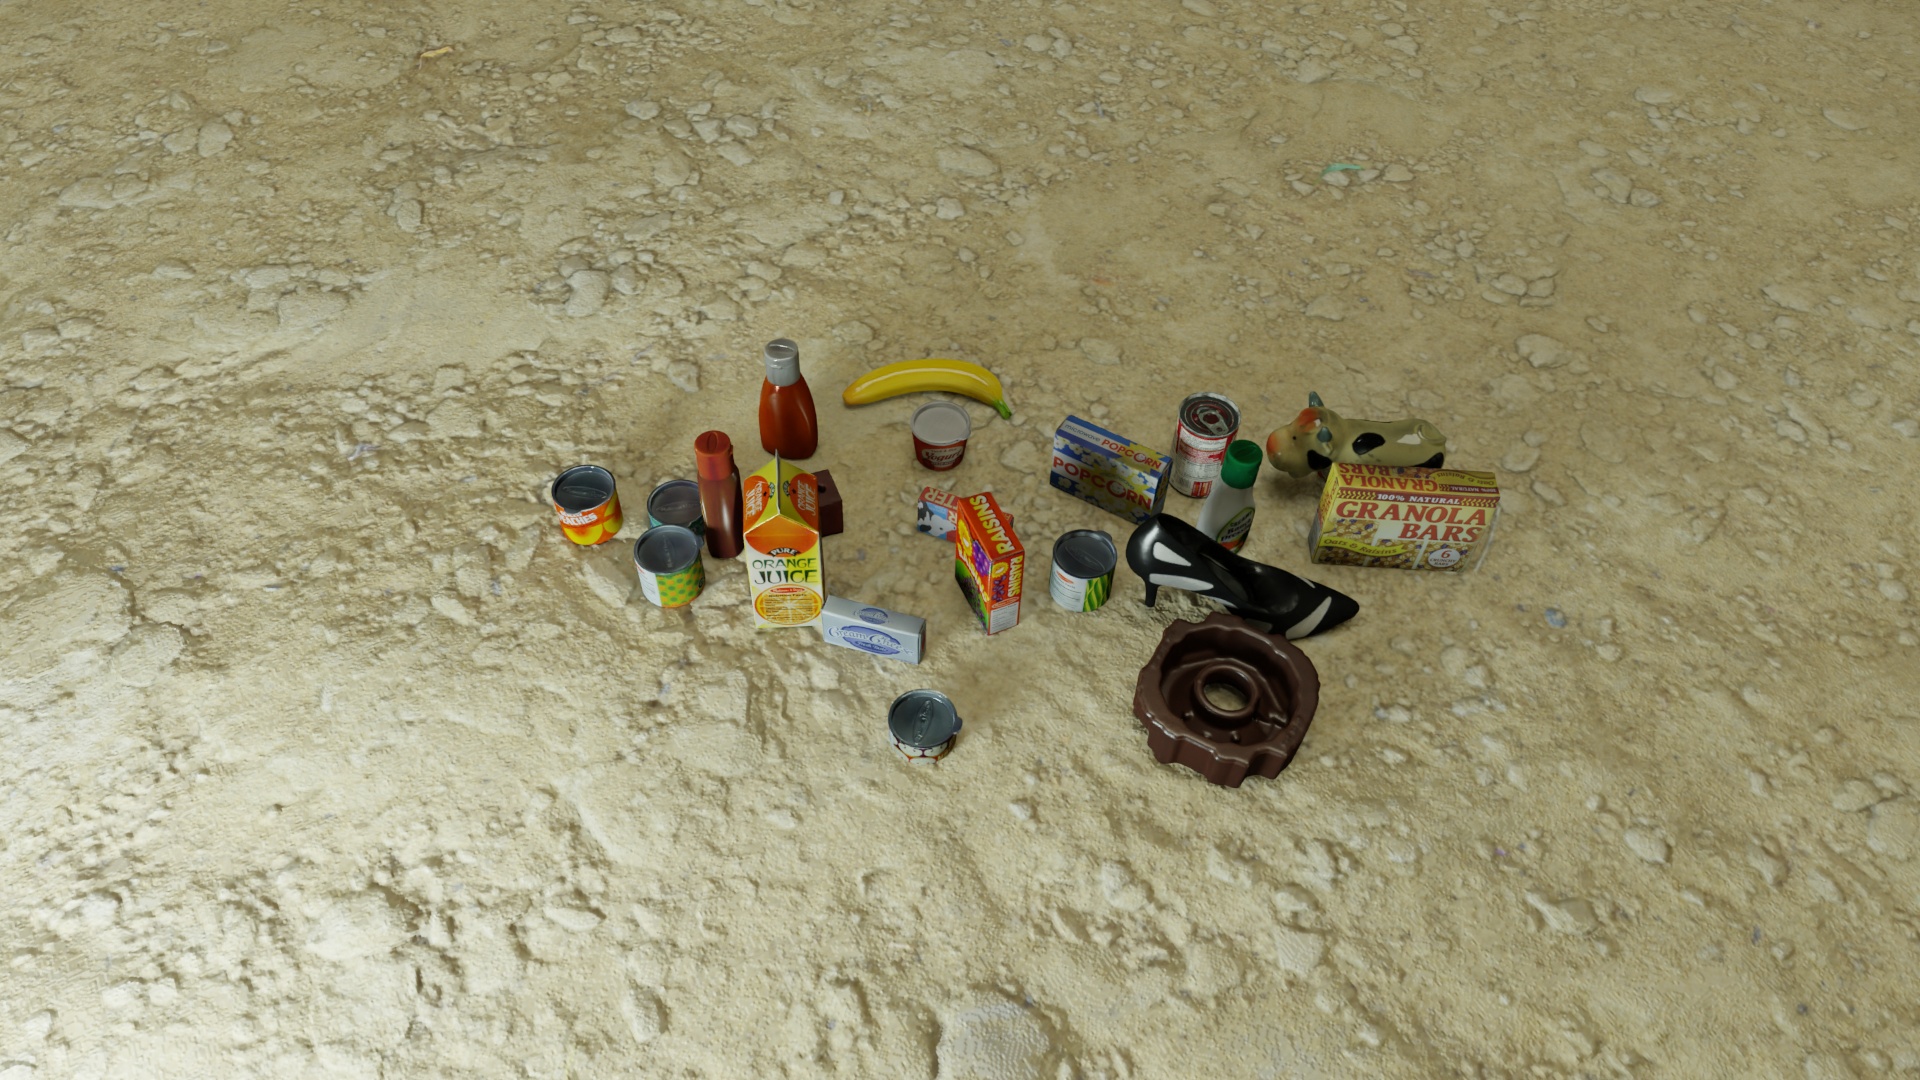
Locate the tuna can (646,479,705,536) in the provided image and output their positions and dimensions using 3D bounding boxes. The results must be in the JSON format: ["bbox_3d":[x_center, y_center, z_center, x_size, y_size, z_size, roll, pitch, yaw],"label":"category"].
[{"bbox_3d":[-0.299,-0.029,1.483,0.071,0.032,0.071,1,50,-1],"label":"tuna can"}]

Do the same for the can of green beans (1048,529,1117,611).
[{"bbox_3d":[0.126,0.031,1.434,0.071,0.057,0.071,1,50,-1],"label":"can of green beans"}]

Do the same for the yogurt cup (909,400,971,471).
[{"bbox_3d":[-0.023,-0.115,1.554,0.072,0.053,0.073,1,50,-1],"label":"yogurt cup"}]

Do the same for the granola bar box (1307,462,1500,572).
[{"bbox_3d":[0.460,-0.023,1.450,0.166,0.123,0.039,3,50,1],"label":"granola bar box"}]

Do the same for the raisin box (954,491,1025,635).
[{"bbox_3d":[0.027,0.023,1.394,0.040,0.122,0.086,-17,53,-16],"label":"raisin box"}]

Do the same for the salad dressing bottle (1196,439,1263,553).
[{"bbox_3d":[0.282,-0.042,1.444,0.064,0.146,0.044,-26,56,-22],"label":"salad dressing bottle"}]

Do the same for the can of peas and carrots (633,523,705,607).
[{"bbox_3d":[-0.294,0.025,1.421,0.071,0.058,0.071,1,50,-1],"label":"can of peas and carrots"}]

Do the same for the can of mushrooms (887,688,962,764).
[{"bbox_3d":[-0.034,0.178,1.320,0.071,0.033,0.071,1,50,-1],"label":"can of mushrooms"}]

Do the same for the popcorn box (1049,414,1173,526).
[{"bbox_3d":[0.161,-0.075,1.507,0.127,0.084,0.038,26,54,18],"label":"popcorn box"}]

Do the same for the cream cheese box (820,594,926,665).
[{"bbox_3d":[-0.086,0.089,1.379,0.104,0.053,0.024,14,51,9],"label":"cream cheese box"}]

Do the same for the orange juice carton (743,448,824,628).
[{"bbox_3d":[-0.173,0.001,1.359,0.073,0.191,0.072,-2,50,-4],"label":"orange juice carton"}]

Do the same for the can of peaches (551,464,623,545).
[{"bbox_3d":[-0.395,-0.035,1.469,0.071,0.057,0.071,1,50,-1],"label":"can of peaches"}]

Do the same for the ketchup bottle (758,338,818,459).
[{"bbox_3d":[-0.191,-0.154,1.518,0.065,0.148,0.044,11,51,7],"label":"ketchup bottle"}]

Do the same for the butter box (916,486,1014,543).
[{"bbox_3d":[0.005,-0.018,1.474,0.103,0.052,0.024,19,52,13],"label":"butter box"}]

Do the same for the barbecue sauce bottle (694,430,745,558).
[{"bbox_3d":[-0.247,-0.050,1.428,0.044,0.147,0.065,0,50,-2],"label":"barbecue sauce bottle"}]
